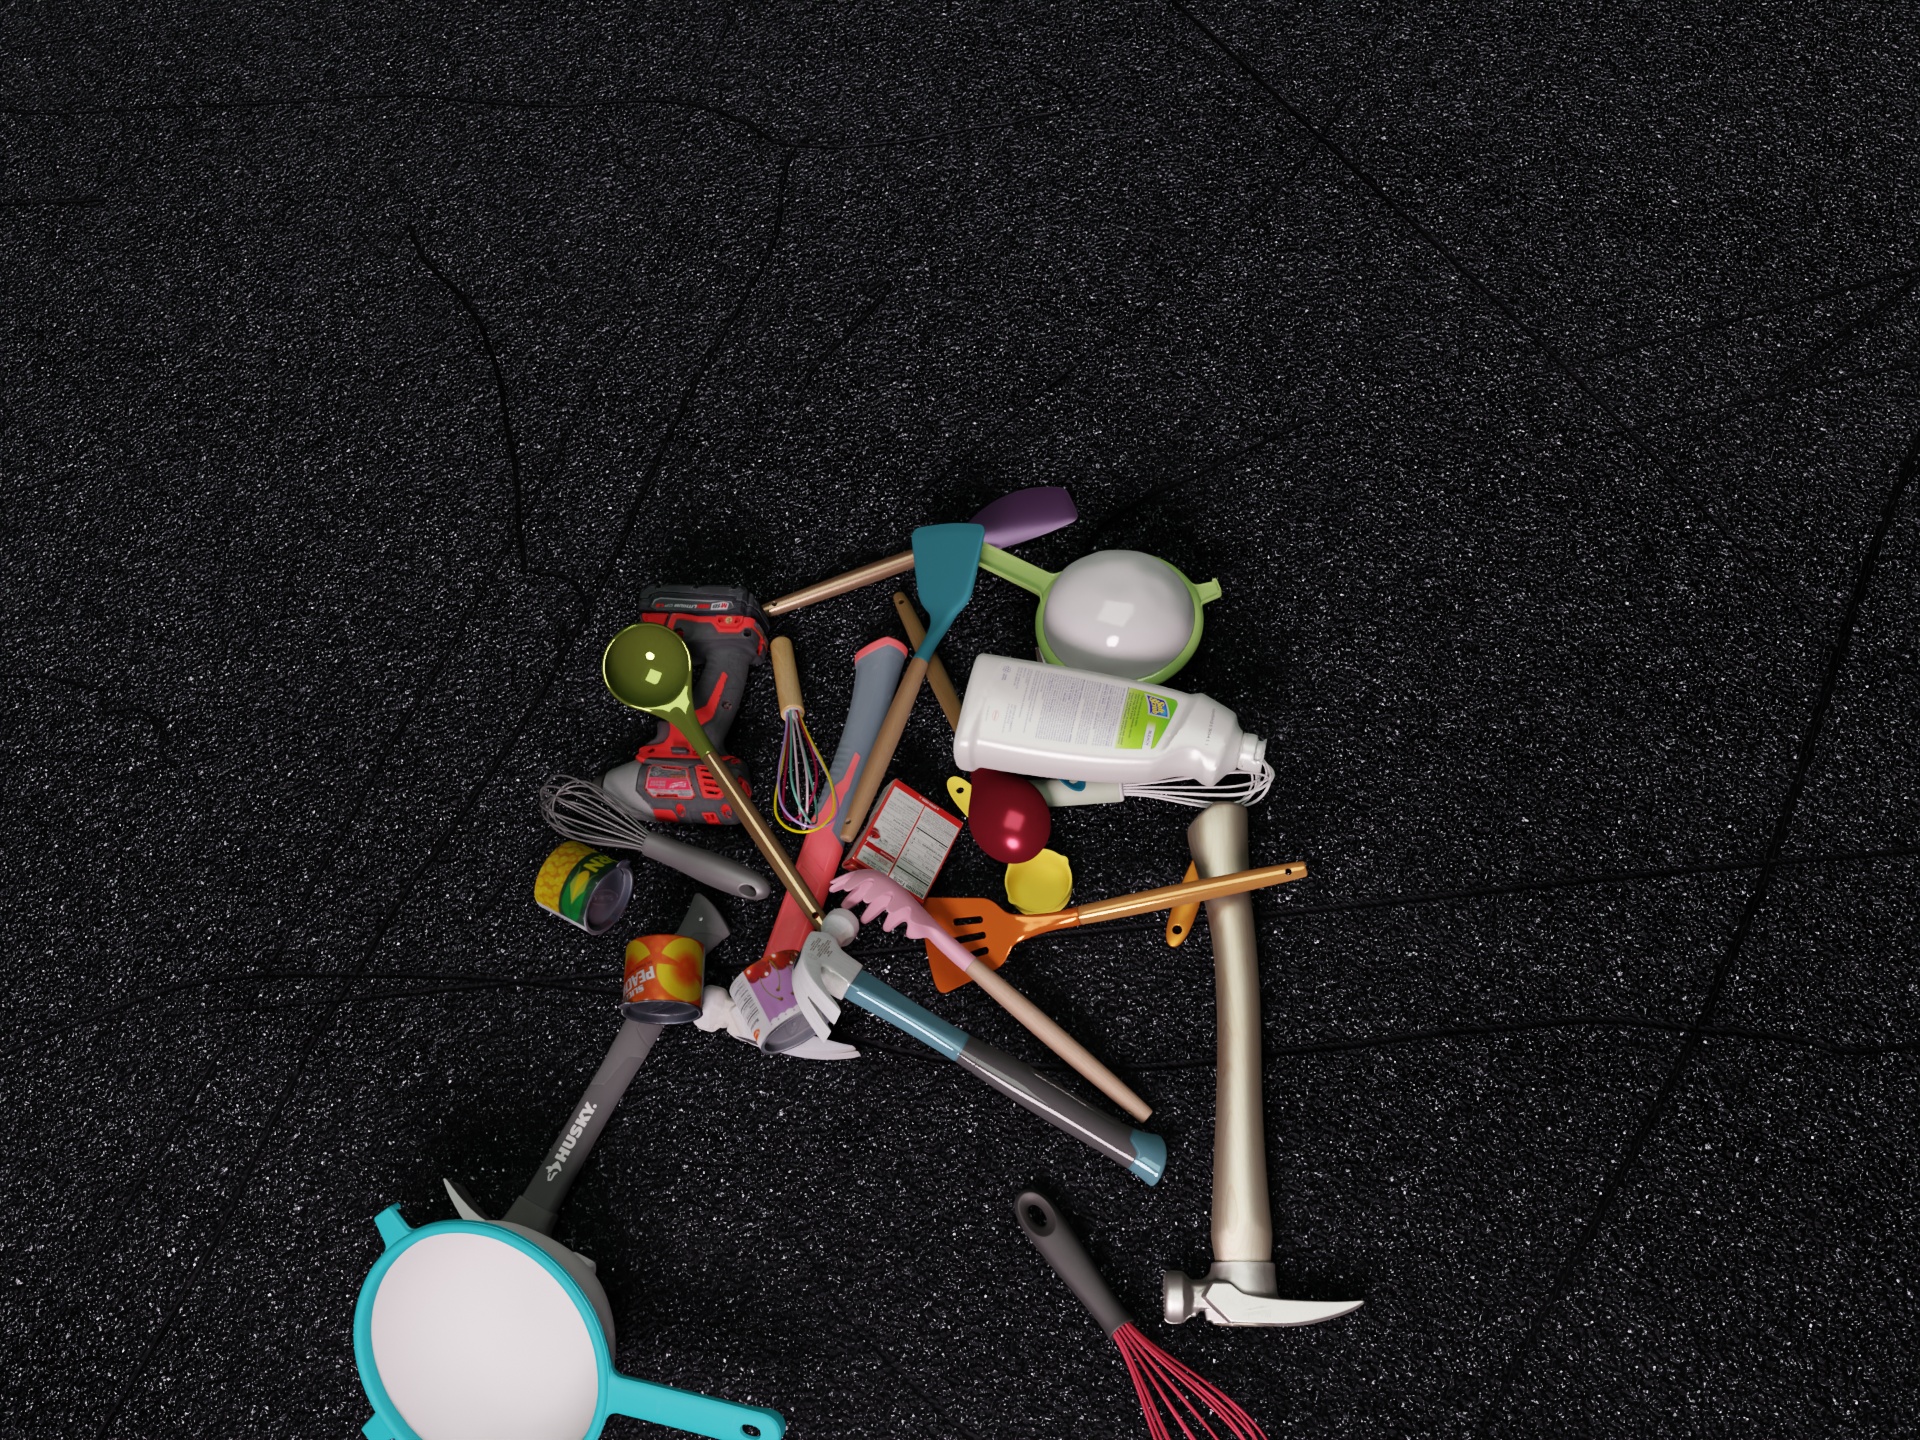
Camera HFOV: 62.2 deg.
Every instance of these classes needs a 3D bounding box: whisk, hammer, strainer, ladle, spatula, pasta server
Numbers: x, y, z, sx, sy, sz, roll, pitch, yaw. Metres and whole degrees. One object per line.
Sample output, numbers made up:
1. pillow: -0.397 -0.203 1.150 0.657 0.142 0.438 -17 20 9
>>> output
1. whisk: 0.147 0.057 1.377 0.246 0.057 0.059 -5 29 10
2. hammer: -0.102 0.102 1.395 0.143 0.038 0.386 12 66 14
3. strainer: -0.281 0.472 1.192 0.340 0.095 0.211 9 100 13
4. whisk: -0.268 0.104 1.381 0.239 0.055 0.055 20 69 17
5. ladle: -0.002 -0.005 1.421 0.069 0.031 0.316 -28 54 2
6. spatula: 0.122 0.154 1.302 0.322 0.041 0.081 -13 80 9
7. ladle: -0.205 0.048 1.365 0.078 0.062 0.320 -35 74 -2
8. strainer: 0.095 -0.126 1.419 0.256 0.069 0.151 28 68 21
9. hammer: 0.014 0.264 1.250 0.331 0.033 0.128 30 26 6
10. pasta server: 0.024 0.221 1.288 0.316 0.060 0.040 39 68 11
11. spatula: -0.052 -0.037 1.417 0.082 0.044 0.318 2 58 34
12. whisk: 0.131 0.463 1.168 0.073 0.073 0.296 -36 57 -9
13. hammer: -0.294 0.295 1.333 0.146 0.035 0.335 22 69 18
14. hammer: 0.229 0.259 1.256 0.146 0.038 0.411 -1 65 7
15. whisk: -0.151 0.009 1.418 0.047 0.051 0.245 -34 42 17
16. spatula: -0.041 -0.159 1.527 0.316 0.018 0.060 -21 59 -2

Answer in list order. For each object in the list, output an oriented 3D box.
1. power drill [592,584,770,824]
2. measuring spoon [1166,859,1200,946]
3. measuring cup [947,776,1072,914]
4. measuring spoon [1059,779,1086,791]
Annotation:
1. power drill: -0.254 -0.011 1.458 0.143 0.078 0.220 1 67 10
2. measuring spoon: 0.197 0.137 1.342 0.021 0.011 0.117 16 67 17
3. measuring cup: 0.039 0.108 1.376 0.062 0.029 0.157 -37 61 -9
4. measuring spoon: 0.074 0.027 1.399 0.042 0.021 0.129 -31 48 -9
